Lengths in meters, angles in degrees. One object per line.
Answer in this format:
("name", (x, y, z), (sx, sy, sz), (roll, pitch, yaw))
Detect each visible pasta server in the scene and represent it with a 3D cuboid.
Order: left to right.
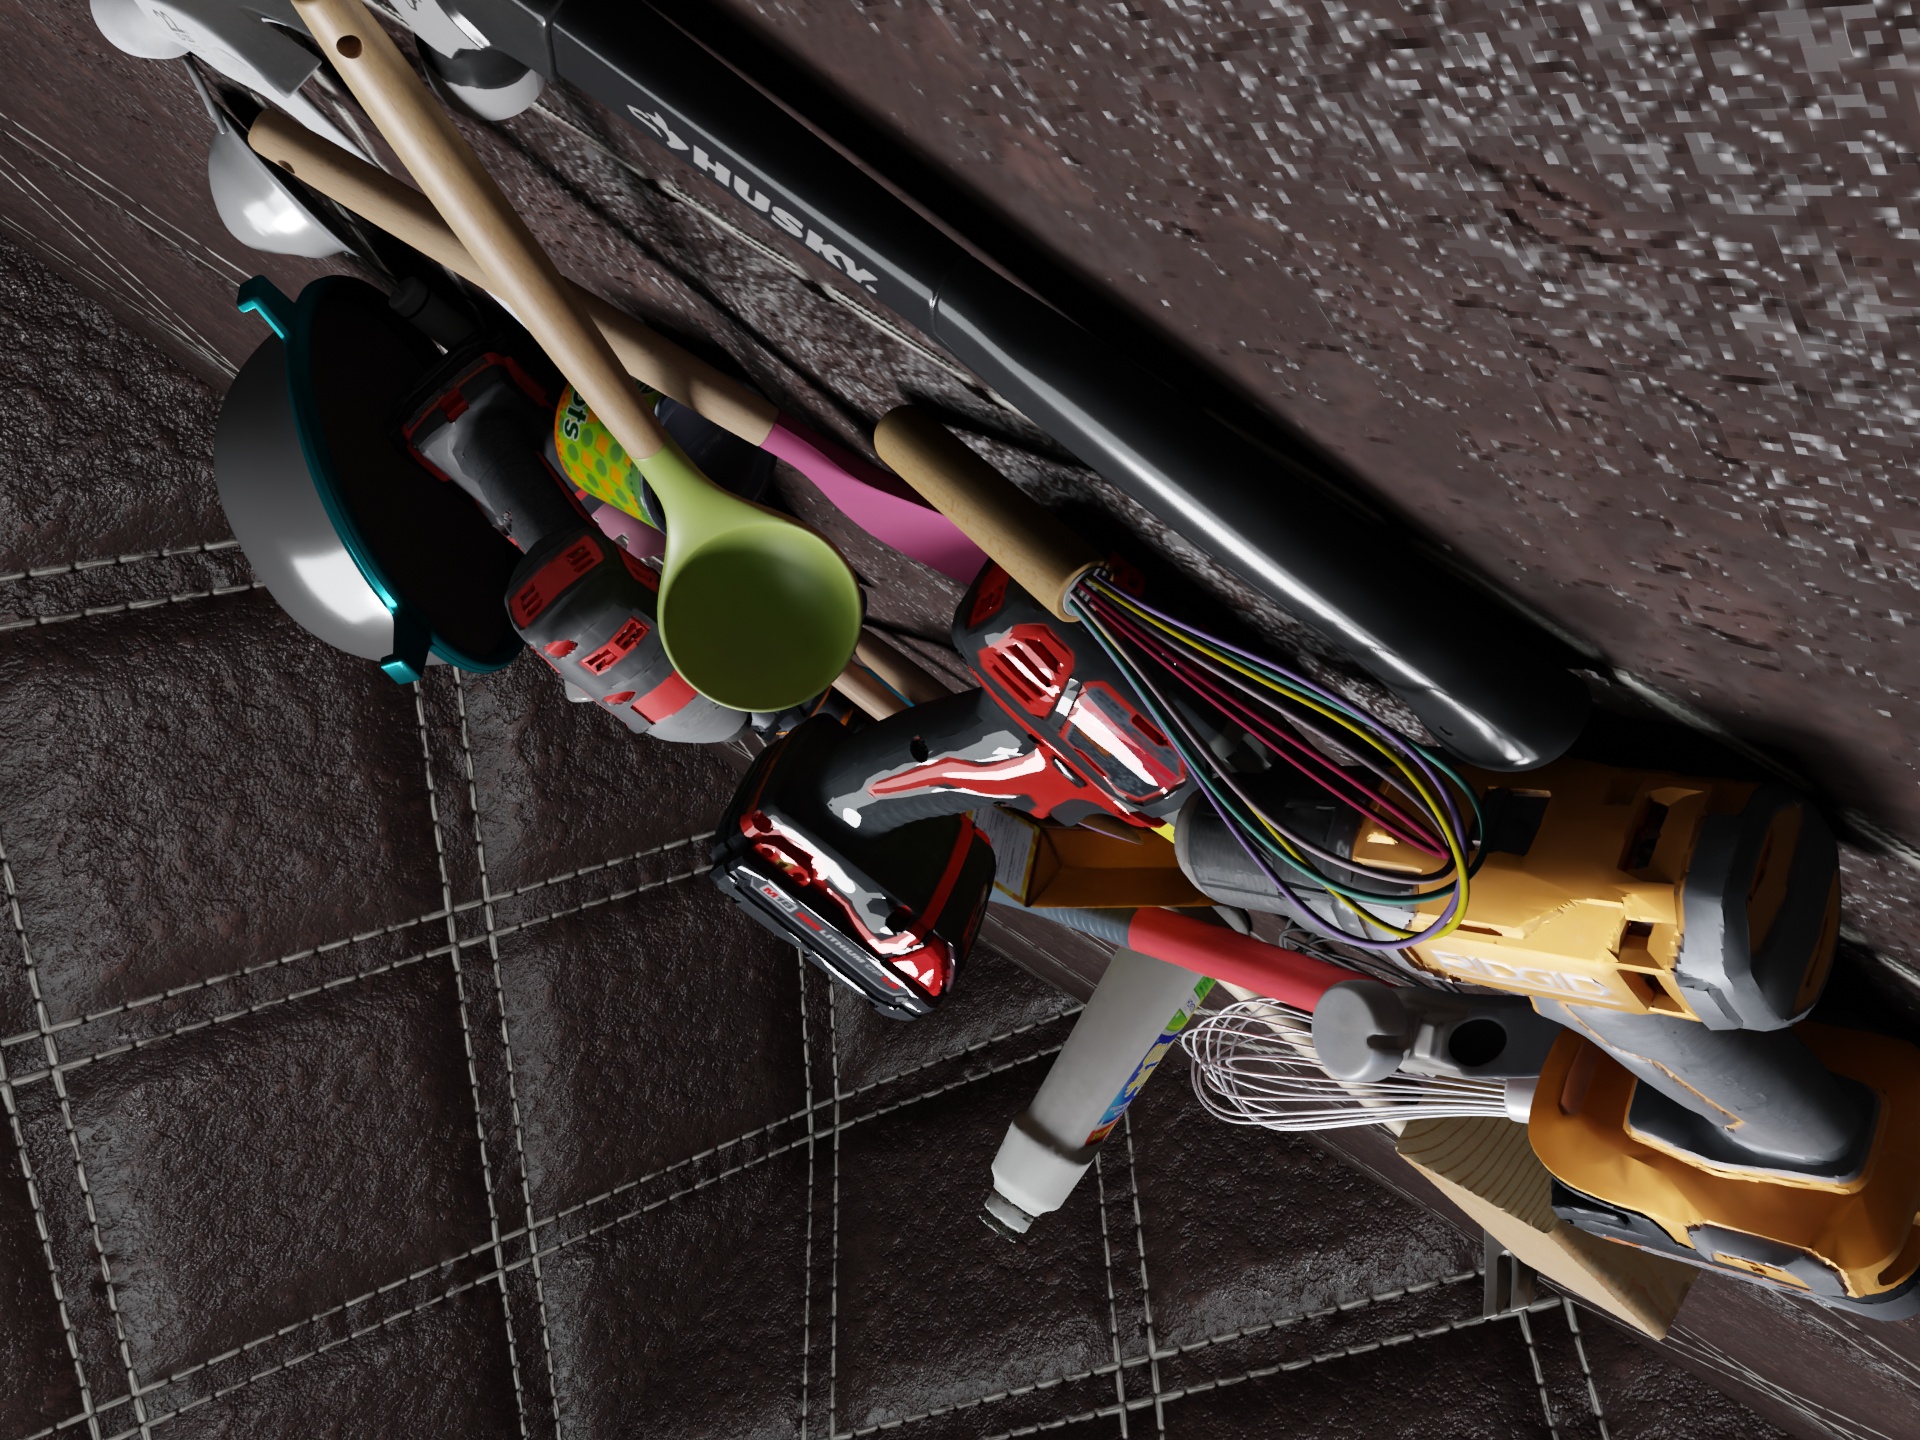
("pasta server", (-0.108, -0.052, 0.899), (0.316, 0.060, 0.040), (38, 128, 7))

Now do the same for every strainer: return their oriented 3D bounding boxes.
("strainer", (-0.272, -0.206, 0.764), (0.258, 0.050, 0.087), (38, -174, -45))
("strainer", (-0.307, -0.122, 0.880), (0.340, 0.095, 0.211), (-66, -43, -80))

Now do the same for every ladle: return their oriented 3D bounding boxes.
("ladle", (-0.107, -0.094, 0.500), (0.062, 0.078, 0.319), (65, -178, 28))

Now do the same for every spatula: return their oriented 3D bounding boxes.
("spatula", (-0.001, -0.003, 0.788), (0.059, 0.018, 0.316), (21, -171, -31))

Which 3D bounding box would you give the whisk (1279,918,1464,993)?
("whisk", (0.251, 0.144, 0.752), (0.239, 0.055, 0.055), (19, 164, 41))

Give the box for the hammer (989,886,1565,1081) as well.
("hammer", (0.115, 0.107, 0.785), (0.143, 0.038, 0.386), (7, -178, -31))

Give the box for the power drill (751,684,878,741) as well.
("power drill", (-0.088, -0.007, 1.044), (0.164, 0.084, 0.226), (26, 173, 33))

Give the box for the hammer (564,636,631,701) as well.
("hammer", (-0.215, -0.060, 0.962), (0.359, 0.036, 0.149), (-154, 55, -67))

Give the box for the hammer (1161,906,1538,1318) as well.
("hammer", (0.203, 0.186, 0.939), (0.410, 0.146, 0.038), (41, 128, -16))

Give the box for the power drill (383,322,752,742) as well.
("power drill", (-0.176, -0.078, 0.748), (0.220, 0.078, 0.143), (51, -176, 37))

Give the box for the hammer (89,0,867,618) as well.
("hammer", (-0.160, -0.150, 0.668), (0.144, 0.035, 0.405), (26, 168, 42))

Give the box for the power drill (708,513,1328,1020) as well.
("power drill", (0.032, 0.039, 0.592), (0.187, 0.080, 0.226), (40, 137, -18))

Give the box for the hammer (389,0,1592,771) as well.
("hammer", (0.010, -0.092, 0.369), (0.334, 0.035, 0.146), (35, 172, -7))

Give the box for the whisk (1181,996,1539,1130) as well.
("whisk", (0.225, 0.165, 0.717), (0.285, 0.070, 0.070), (-2, 148, 40))

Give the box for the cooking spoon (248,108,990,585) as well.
("cooking spoon", (-0.088, -0.114, 0.547), (0.318, 0.017, 0.069), (28, 167, -18))

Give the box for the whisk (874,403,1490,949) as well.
("whisk", (0.050, -0.028, 0.442), (0.245, 0.051, 0.047), (45, 175, 36))

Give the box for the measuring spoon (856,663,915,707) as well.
("measuring spoon", (-0.053, -0.021, 0.948), (0.128, 0.042, 0.021), (23, 178, -28))

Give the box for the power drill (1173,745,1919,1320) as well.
("power drill", (0.183, 0.086, 0.479), (0.185, 0.084, 0.226), (4, 148, 49))
